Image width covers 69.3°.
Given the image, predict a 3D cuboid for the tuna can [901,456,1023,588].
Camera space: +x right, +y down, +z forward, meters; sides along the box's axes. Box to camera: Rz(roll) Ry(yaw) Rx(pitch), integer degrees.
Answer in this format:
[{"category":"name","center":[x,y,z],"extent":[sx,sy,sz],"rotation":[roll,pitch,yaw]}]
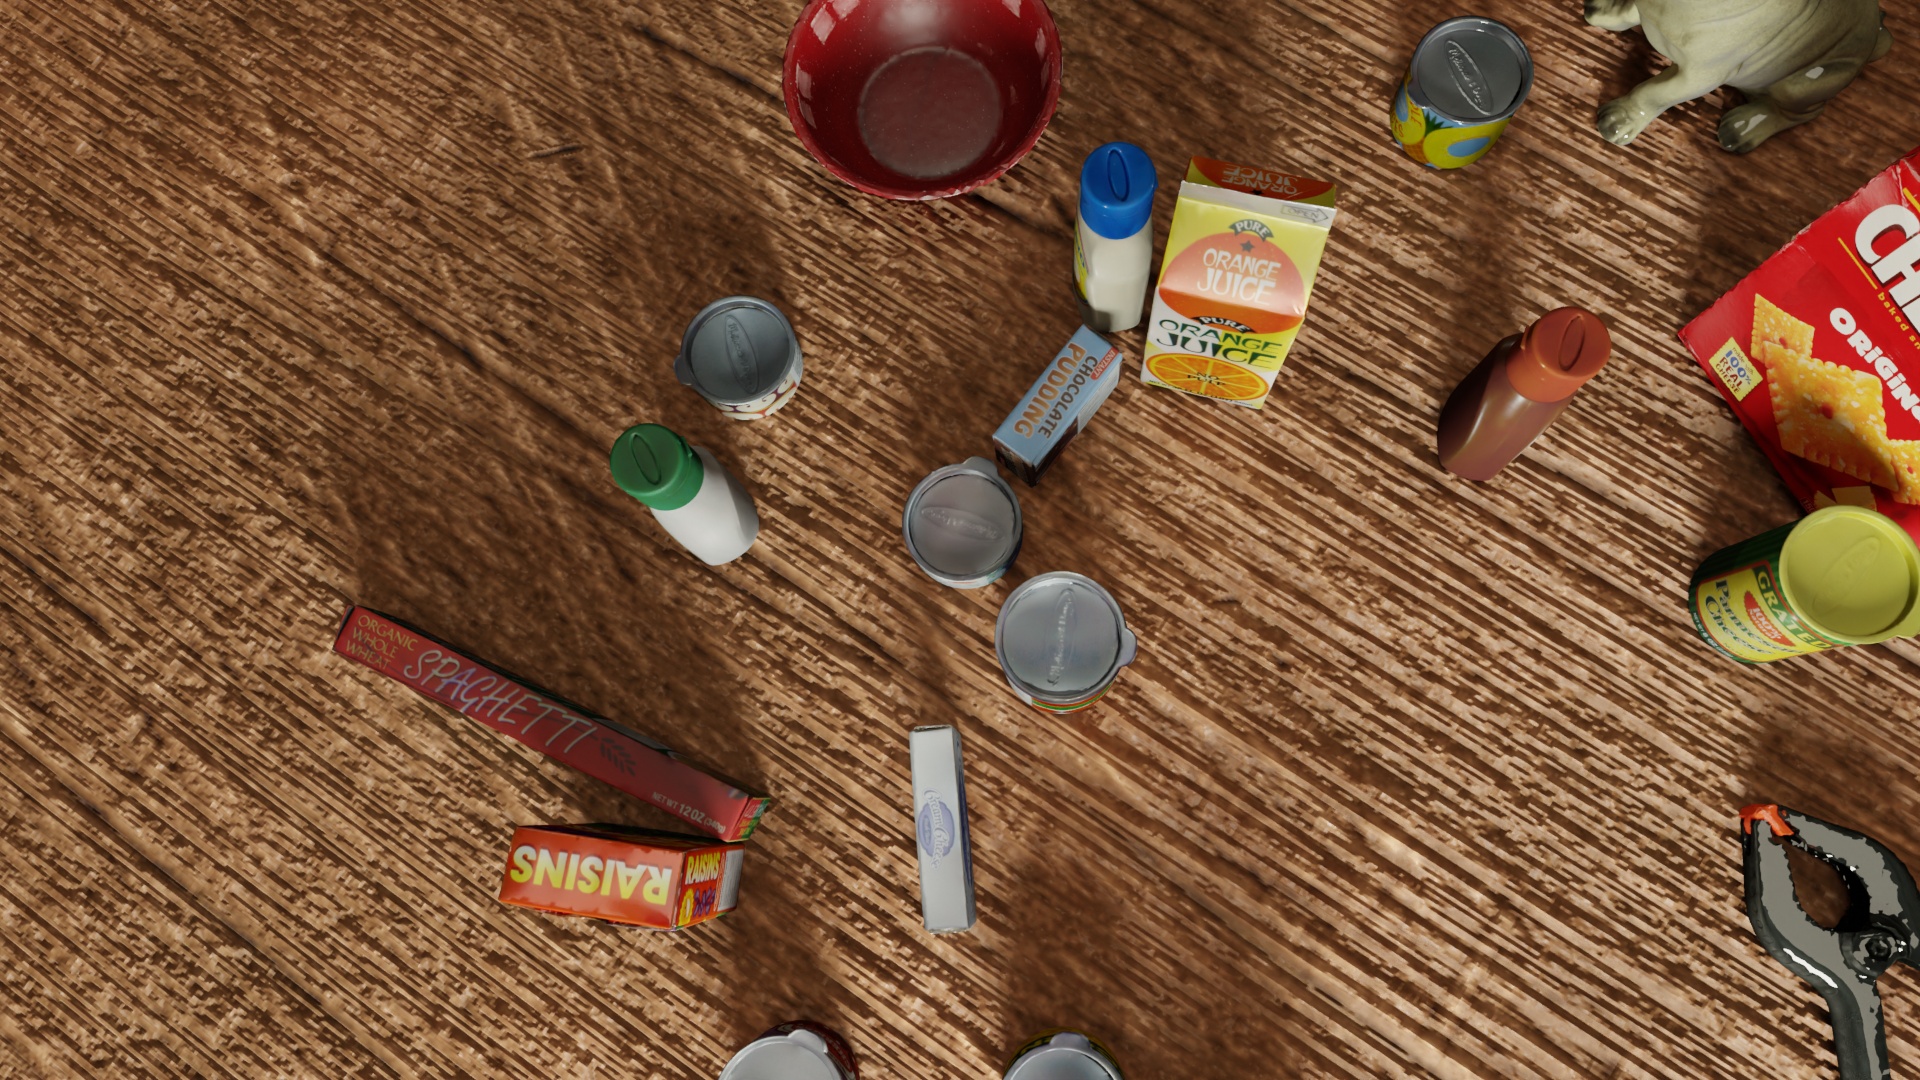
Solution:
[{"category":"tuna can","center":[0.003,-0.010,0.772],"extent":[0.071,0.032,0.071],"rotation":[-1,78,4]}]

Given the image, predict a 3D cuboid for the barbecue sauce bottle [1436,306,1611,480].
[{"category":"barbecue sauce bottle","center":[0.285,-0.077,0.708],"extent":[0.044,0.148,0.065],"rotation":[19,81,8]}]

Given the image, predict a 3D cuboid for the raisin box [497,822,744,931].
[{"category":"raisin box","center":[-0.166,0.168,0.701],"extent":[0.086,0.123,0.040],"rotation":[8,79,6]}]

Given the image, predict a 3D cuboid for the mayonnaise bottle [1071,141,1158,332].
[{"category":"mayonnaise bottle","center":[0.081,-0.162,0.740],"extent":[0.041,0.148,0.065],"rotation":[-9,78,2]}]

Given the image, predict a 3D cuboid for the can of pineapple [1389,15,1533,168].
[{"category":"can of pineapple","center":[0.282,-0.254,0.791],"extent":[0.071,0.057,0.071],"rotation":[-1,78,4]}]

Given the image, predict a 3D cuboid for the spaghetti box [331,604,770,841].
[{"category":"spaghetti box","center":[-0.223,0.099,0.757],"extent":[0.250,0.050,0.029],"rotation":[24,81,8]}]

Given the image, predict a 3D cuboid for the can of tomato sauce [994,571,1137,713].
[{"category":"can of tomato sauce","center":[0.055,0.056,0.729],"extent":[0.071,0.083,0.071],"rotation":[-1,78,4]}]

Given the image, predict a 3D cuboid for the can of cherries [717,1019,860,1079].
[{"category":"can of cherries","center":[-0.085,0.279,0.705],"extent":[0.071,0.058,0.071],"rotation":[-1,78,4]}]

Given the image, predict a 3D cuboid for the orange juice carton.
[{"category":"orange juice carton","center":[0.139,-0.134,0.707],"extent":[0.072,0.192,0.073],"rotation":[14,80,7]}]

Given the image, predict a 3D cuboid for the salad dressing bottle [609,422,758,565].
[{"category":"salad dressing bottle","center":[-0.143,-0.025,0.727],"extent":[0.044,0.147,0.064],"rotation":[-27,78,-1]}]

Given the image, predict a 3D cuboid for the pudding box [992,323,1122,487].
[{"category":"pudding box","center":[0.055,-0.074,0.774],"extent":[0.030,0.049,0.084],"rotation":[37,83,10]}]

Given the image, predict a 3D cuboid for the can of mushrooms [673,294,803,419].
[{"category":"can of mushrooms","center":[-0.127,-0.104,0.801],"extent":[0.071,0.033,0.071],"rotation":[-1,78,4]}]

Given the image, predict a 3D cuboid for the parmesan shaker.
[{"category":"parmesan shaker","center":[0.423,0.027,0.699],"extent":[0.071,0.103,0.071],"rotation":[-1,79,4]}]

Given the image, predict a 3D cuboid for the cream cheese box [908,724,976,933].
[{"category":"cream cheese box","center":[-0.009,0.151,0.729],"extent":[0.024,0.053,0.104],"rotation":[-6,78,3]}]

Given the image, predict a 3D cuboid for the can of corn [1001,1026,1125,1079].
[{"category":"can of corn","center":[0.052,0.279,0.695],"extent":[0.071,0.058,0.071],"rotation":[-1,78,4]}]
